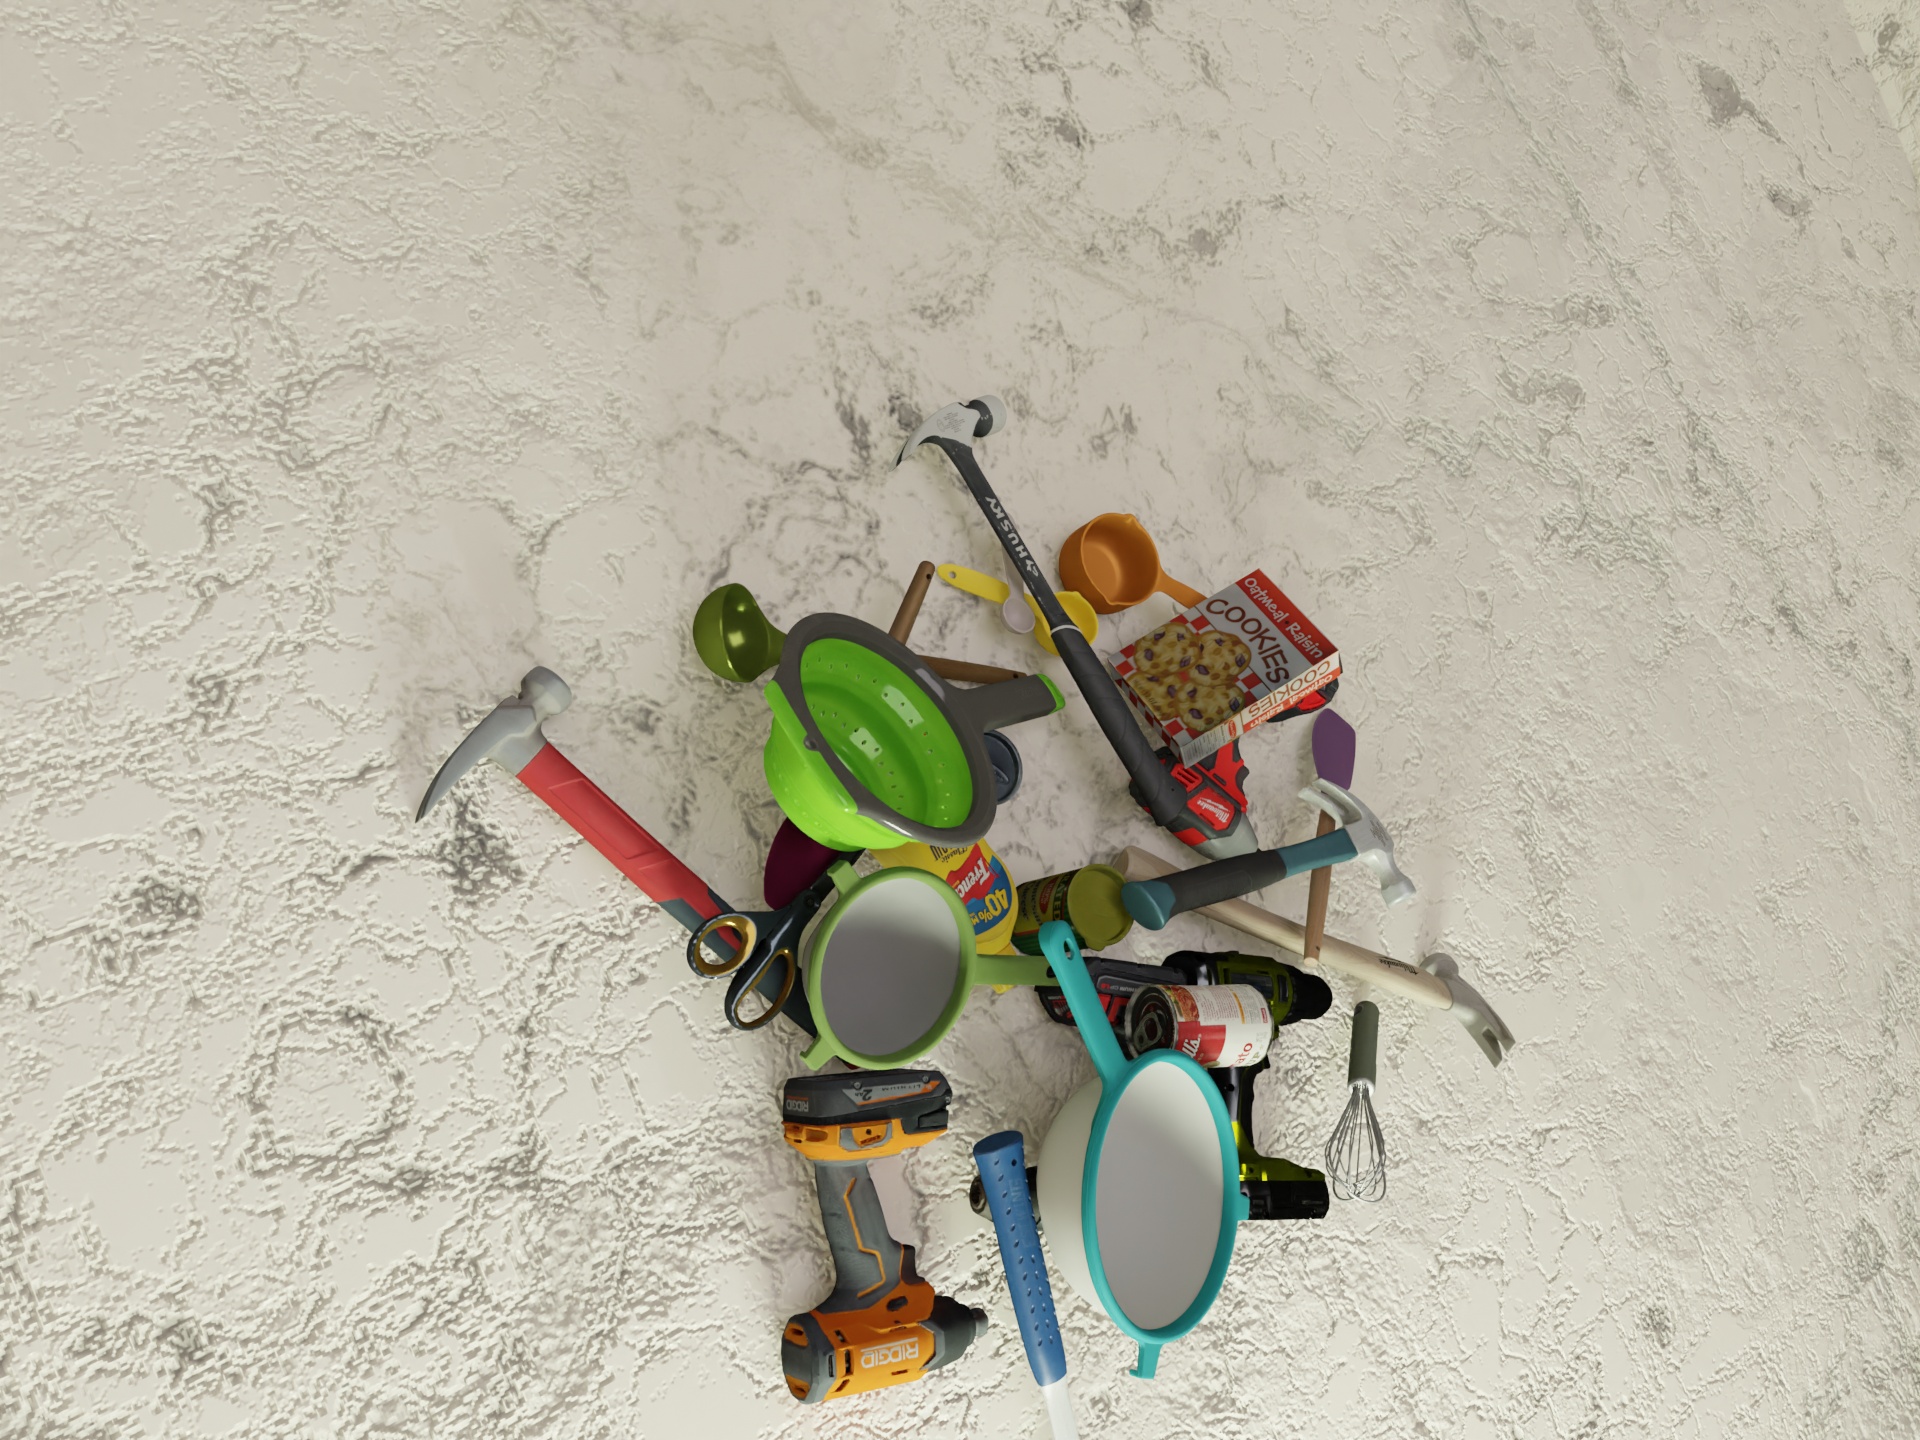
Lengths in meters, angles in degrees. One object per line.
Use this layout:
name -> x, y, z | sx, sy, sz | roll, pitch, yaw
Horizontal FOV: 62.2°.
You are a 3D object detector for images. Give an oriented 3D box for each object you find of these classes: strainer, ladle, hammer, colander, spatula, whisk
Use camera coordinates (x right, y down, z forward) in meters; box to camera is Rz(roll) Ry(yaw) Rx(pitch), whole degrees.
strainer -> -0.025, 0.186, 1.226 | 0.256, 0.069, 0.151 | 9, 89, -40
strainer -> 0.098, 0.299, 1.189 | 0.211, 0.095, 0.340 | -40, 114, -47
ladle -> -0.072, -0.055, 1.308 | 0.320, 0.062, 0.078 | 7, 74, -32
hammer -> 0.069, 0.517, 1.219 | 0.144, 0.035, 0.405 | -16, 95, -32
hammer -> 0.264, 0.128, 1.371 | 0.331, 0.033, 0.128 | -9, 66, -40
hammer -> 0.319, 0.206, 1.443 | 0.410, 0.146, 0.038 | 23, 108, -19
colander -> -0.036, 0.019, 1.236 | 0.204, 0.094, 0.397 | 56, 28, 12
spatula -> 0.340, 0.102, 1.485 | 0.059, 0.018, 0.316 | 37, 43, -18
hammer -> -0.216, 0.140, 1.181 | 0.386, 0.038, 0.143 | 45, 61, -14
whisk -> 0.358, 0.334, 1.418 | 0.059, 0.057, 0.246 | 33, 34, -4
hammer -> 0.079, -0.091, 1.371 | 0.149, 0.036, 0.409 | -28, 87, -47

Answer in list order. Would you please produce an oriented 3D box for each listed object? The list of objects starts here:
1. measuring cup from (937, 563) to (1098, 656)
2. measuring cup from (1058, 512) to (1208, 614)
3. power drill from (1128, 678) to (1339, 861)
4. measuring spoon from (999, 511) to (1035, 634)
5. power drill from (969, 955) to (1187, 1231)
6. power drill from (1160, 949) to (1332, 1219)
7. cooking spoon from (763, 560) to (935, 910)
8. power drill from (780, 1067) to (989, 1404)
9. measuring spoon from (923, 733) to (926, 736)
measuring cup -> 0.048, -0.102, 1.414 | 0.156, 0.029, 0.062 | 21, 64, -12
measuring cup -> 0.167, -0.124, 1.470 | 0.173, 0.052, 0.095 | 26, 65, -25
power drill -> 0.257, 0.024, 1.473 | 0.143, 0.078, 0.220 | 39, 64, -16
measuring spoon -> 0.043, -0.128, 1.400 | 0.034, 0.018, 0.124 | 13, 58, -32
power drill -> 0.099, 0.311, 1.305 | 0.187, 0.080, 0.227 | 12, 74, -27
power drill -> 0.262, 0.319, 1.397 | 0.190, 0.080, 0.229 | 12, 69, -36
cooking spoon -> -0.082, 0.009, 1.265 | 0.068, 0.017, 0.319 | 37, 65, -34
power drill -> -0.054, 0.379, 1.193 | 0.164, 0.084, 0.226 | 3, 80, -33
measuring spoon -> -0.002, -0.004, 1.362 | 0.117, 0.011, 0.021 | -22, 119, -31
